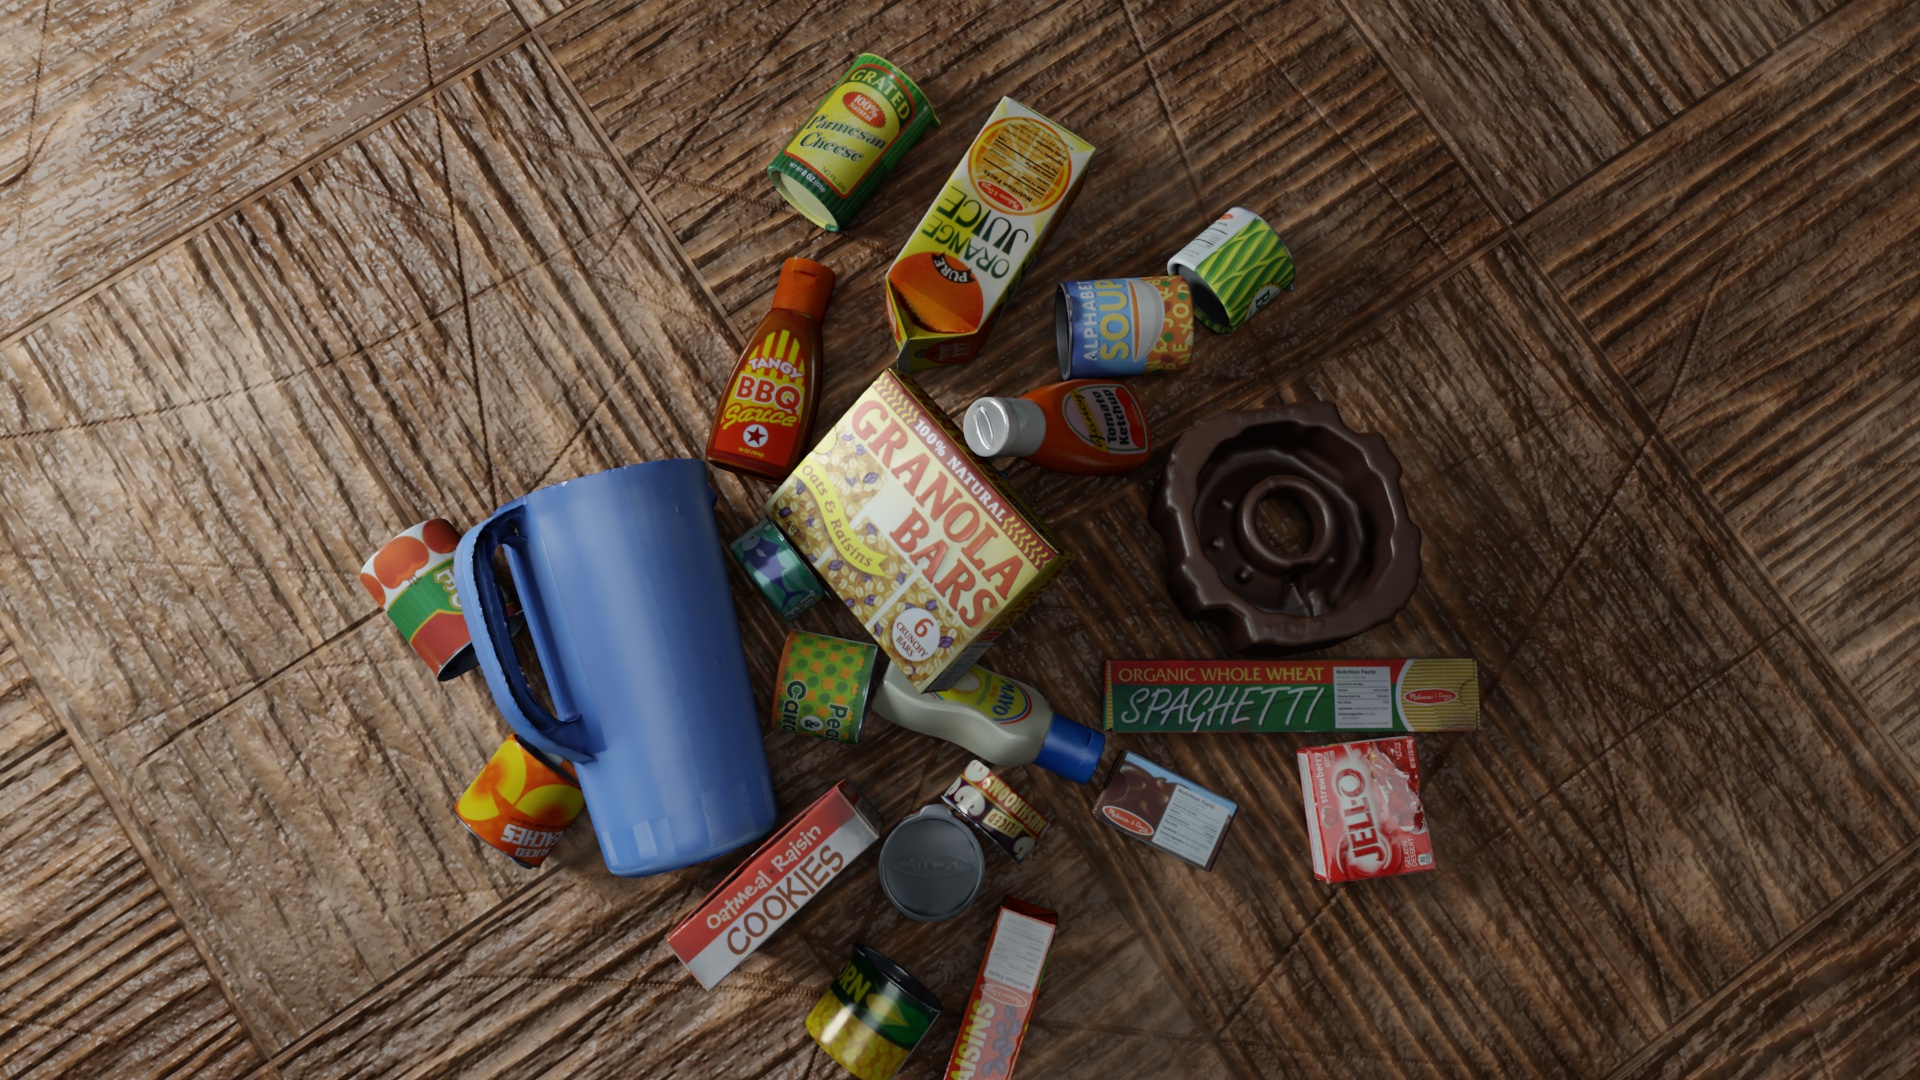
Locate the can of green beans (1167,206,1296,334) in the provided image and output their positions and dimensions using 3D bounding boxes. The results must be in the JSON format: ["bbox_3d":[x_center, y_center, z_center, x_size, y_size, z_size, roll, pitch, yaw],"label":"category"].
[{"bbox_3d":[0.183,-0.182,0.943,0.058,0.071,0.071,-40,86,-7],"label":"can of green beans"}]

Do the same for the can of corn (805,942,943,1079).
[{"bbox_3d":[-0.056,0.294,0.863,0.071,0.071,0.058,37,83,2],"label":"can of corn"}]

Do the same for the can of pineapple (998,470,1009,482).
[{"bbox_3d":[0.003,-0.011,0.908,0.071,0.071,0.058,-9,83,-4],"label":"can of pineapple"}]

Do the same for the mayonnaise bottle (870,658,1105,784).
[{"bbox_3d":[0.020,0.112,0.898,0.148,0.041,0.065,24,39,-1],"label":"mayonnaise bottle"}]

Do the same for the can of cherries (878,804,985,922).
[{"bbox_3d":[-0.018,0.202,0.883,0.071,0.058,0.071,0,82,-2],"label":"can of cherries"}]

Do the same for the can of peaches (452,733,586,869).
[{"bbox_3d":[-0.271,0.163,0.870,0.071,0.071,0.058,36,81,2],"label":"can of peaches"}]

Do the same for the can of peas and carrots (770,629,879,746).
[{"bbox_3d":[-0.087,0.096,0.889,0.059,0.071,0.071,11,82,0],"label":"can of peas and carrots"}]

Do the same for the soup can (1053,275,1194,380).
[{"bbox_3d":[0.109,-0.144,0.931,0.084,0.071,0.071,-4,83,-4],"label":"soup can"}]

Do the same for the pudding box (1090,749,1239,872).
[{"bbox_3d":[0.133,0.176,0.908,0.084,0.030,0.050,26,83,1],"label":"pudding box"}]

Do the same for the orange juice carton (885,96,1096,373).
[{"bbox_3d":[0.008,-0.192,0.933,0.073,0.071,0.193,32,82,2],"label":"orange juice carton"}]

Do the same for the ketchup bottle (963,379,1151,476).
[{"bbox_3d":[0.062,-0.072,0.888,0.043,0.149,0.065,-27,76,39],"label":"ketchup bottle"}]

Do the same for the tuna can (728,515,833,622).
[{"bbox_3d":[-0.116,0.021,0.899,0.033,0.071,0.071,-38,86,-6],"label":"tuna can"}]

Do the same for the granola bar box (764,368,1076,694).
[{"bbox_3d":[-0.028,-0.006,0.865,0.124,0.039,0.166,-47,71,15],"label":"granola bar box"}]

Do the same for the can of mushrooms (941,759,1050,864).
[{"bbox_3d":[0.023,0.172,0.883,0.071,0.071,0.033,41,81,3],"label":"can of mushrooms"}]

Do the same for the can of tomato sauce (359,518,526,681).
[{"bbox_3d":[-0.328,0.036,0.886,0.071,0.071,0.083,-40,85,-7],"label":"can of tomato sauce"}]

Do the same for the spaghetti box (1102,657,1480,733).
[{"bbox_3d":[0.217,0.103,0.923,0.250,0.028,0.050,0,82,-3],"label":"spaghetti box"}]

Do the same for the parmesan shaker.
[{"bbox_3d":[-0.072,-0.267,0.942,0.071,0.071,0.103,37,82,3],"label":"parmesan shaker"}]

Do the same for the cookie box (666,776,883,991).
[{"bbox_3d":[-0.104,0.197,0.824,0.123,0.167,0.040,-42,86,-7],"label":"cookie box"}]

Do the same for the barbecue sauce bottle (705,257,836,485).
[{"bbox_3d":[-0.120,-0.114,0.930,0.065,0.043,0.148,15,81,1],"label":"barbecue sauce bottle"}]

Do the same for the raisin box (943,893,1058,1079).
[{"bbox_3d":[0.025,0.288,0.859,0.040,0.086,0.123,19,81,6],"label":"raisin box"}]
